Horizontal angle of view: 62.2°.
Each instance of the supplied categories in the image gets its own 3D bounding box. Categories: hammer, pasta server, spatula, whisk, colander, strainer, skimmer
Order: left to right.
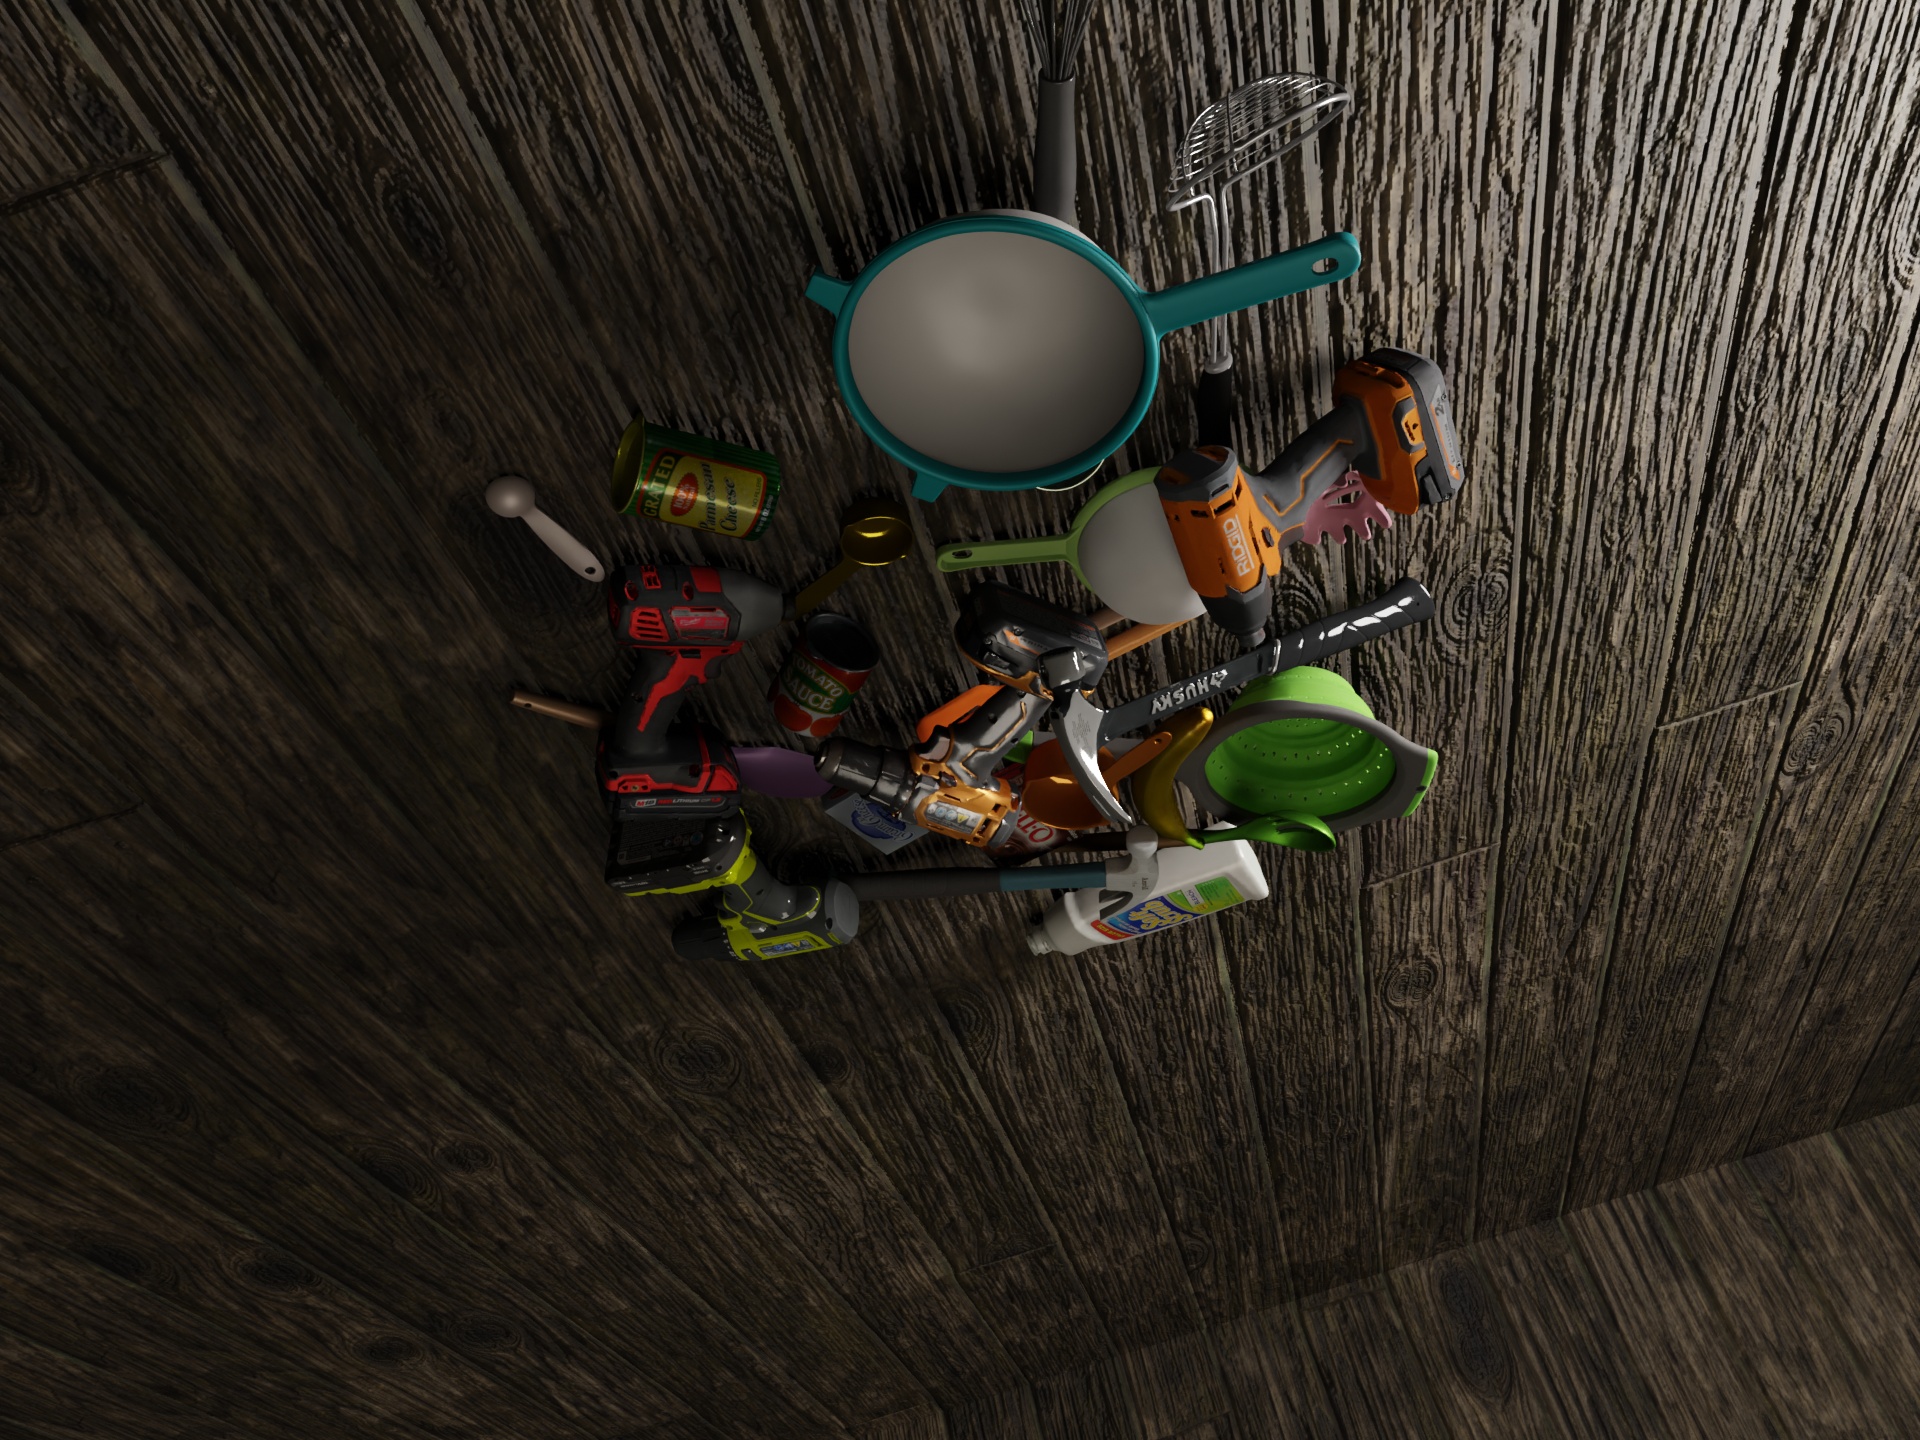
[{"bbox_3d":[-0.238,0.021,1.361,0.315,0.018,0.059,19,128,-36],"label":"spatula"},{"bbox_3d":[0.025,0.154,1.539,0.331,0.033,0.128,-3,143,5],"label":"hammer"},{"bbox_3d":[0.059,-0.390,0.965,0.055,0.055,0.238,-12,144,-6],"label":"whisk"},{"bbox_3d":[0.084,-0.274,1.033,0.340,0.095,0.210,-13,135,18],"label":"strainer"},{"bbox_3d":[0.114,-0.047,1.387,0.322,0.041,0.081,-27,123,10],"label":"spatula"},{"bbox_3d":[0.110,-0.121,1.255,0.256,0.069,0.151,-4,140,-3],"label":"strainer"},{"bbox_3d":[0.230,0.009,1.472,0.397,0.095,0.204,5,144,2],"label":"colander"},{"bbox_3d":[0.212,-0.127,1.331,0.316,0.040,0.060,-26,127,13],"label":"pasta server"},{"bbox_3d":[0.198,-0.280,1.101,0.127,0.090,0.362,-31,146,-15],"label":"skimmer"},{"bbox_3d":[0.249,-0.042,1.333,0.409,0.036,0.149,-20,100,-28],"label":"hammer"}]

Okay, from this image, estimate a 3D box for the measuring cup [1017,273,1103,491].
[{"bbox_3d":[0.060,-0.247,1.148,0.083,0.038,0.167,-14,124,0],"label":"measuring cup"}]

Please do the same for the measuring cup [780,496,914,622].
[{"bbox_3d":[-0.097,-0.124,1.244,0.062,0.029,0.156,20,140,-36],"label":"measuring cup"}]

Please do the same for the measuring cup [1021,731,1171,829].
[{"bbox_3d":[0.124,0.034,1.399,0.095,0.052,0.173,28,136,-26],"label":"measuring cup"}]

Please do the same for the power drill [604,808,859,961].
[{"bbox_3d":[-0.226,0.158,1.470,0.190,0.080,0.228,-13,144,21],"label":"power drill"}]

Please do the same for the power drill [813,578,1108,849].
[{"bbox_3d":[-0.002,-0.004,1.333,0.185,0.084,0.226,20,119,-21],"label":"power drill"}]

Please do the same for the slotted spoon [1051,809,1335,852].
[{"bbox_3d":[0.204,0.111,1.522,0.314,0.031,0.070,-6,148,28],"label":"slotted spoon"}]

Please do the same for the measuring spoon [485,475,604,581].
[{"bbox_3d":[-0.298,-0.133,1.159,0.034,0.018,0.124,-27,140,12],"label":"measuring spoon"}]

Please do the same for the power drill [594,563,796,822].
[{"bbox_3d":[-0.213,-0.026,1.259,0.143,0.079,0.219,-1,129,-23],"label":"power drill"}]

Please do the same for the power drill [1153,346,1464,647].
[{"bbox_3d":[0.265,-0.164,1.202,0.226,0.084,0.164,-31,122,-11],"label":"power drill"}]
